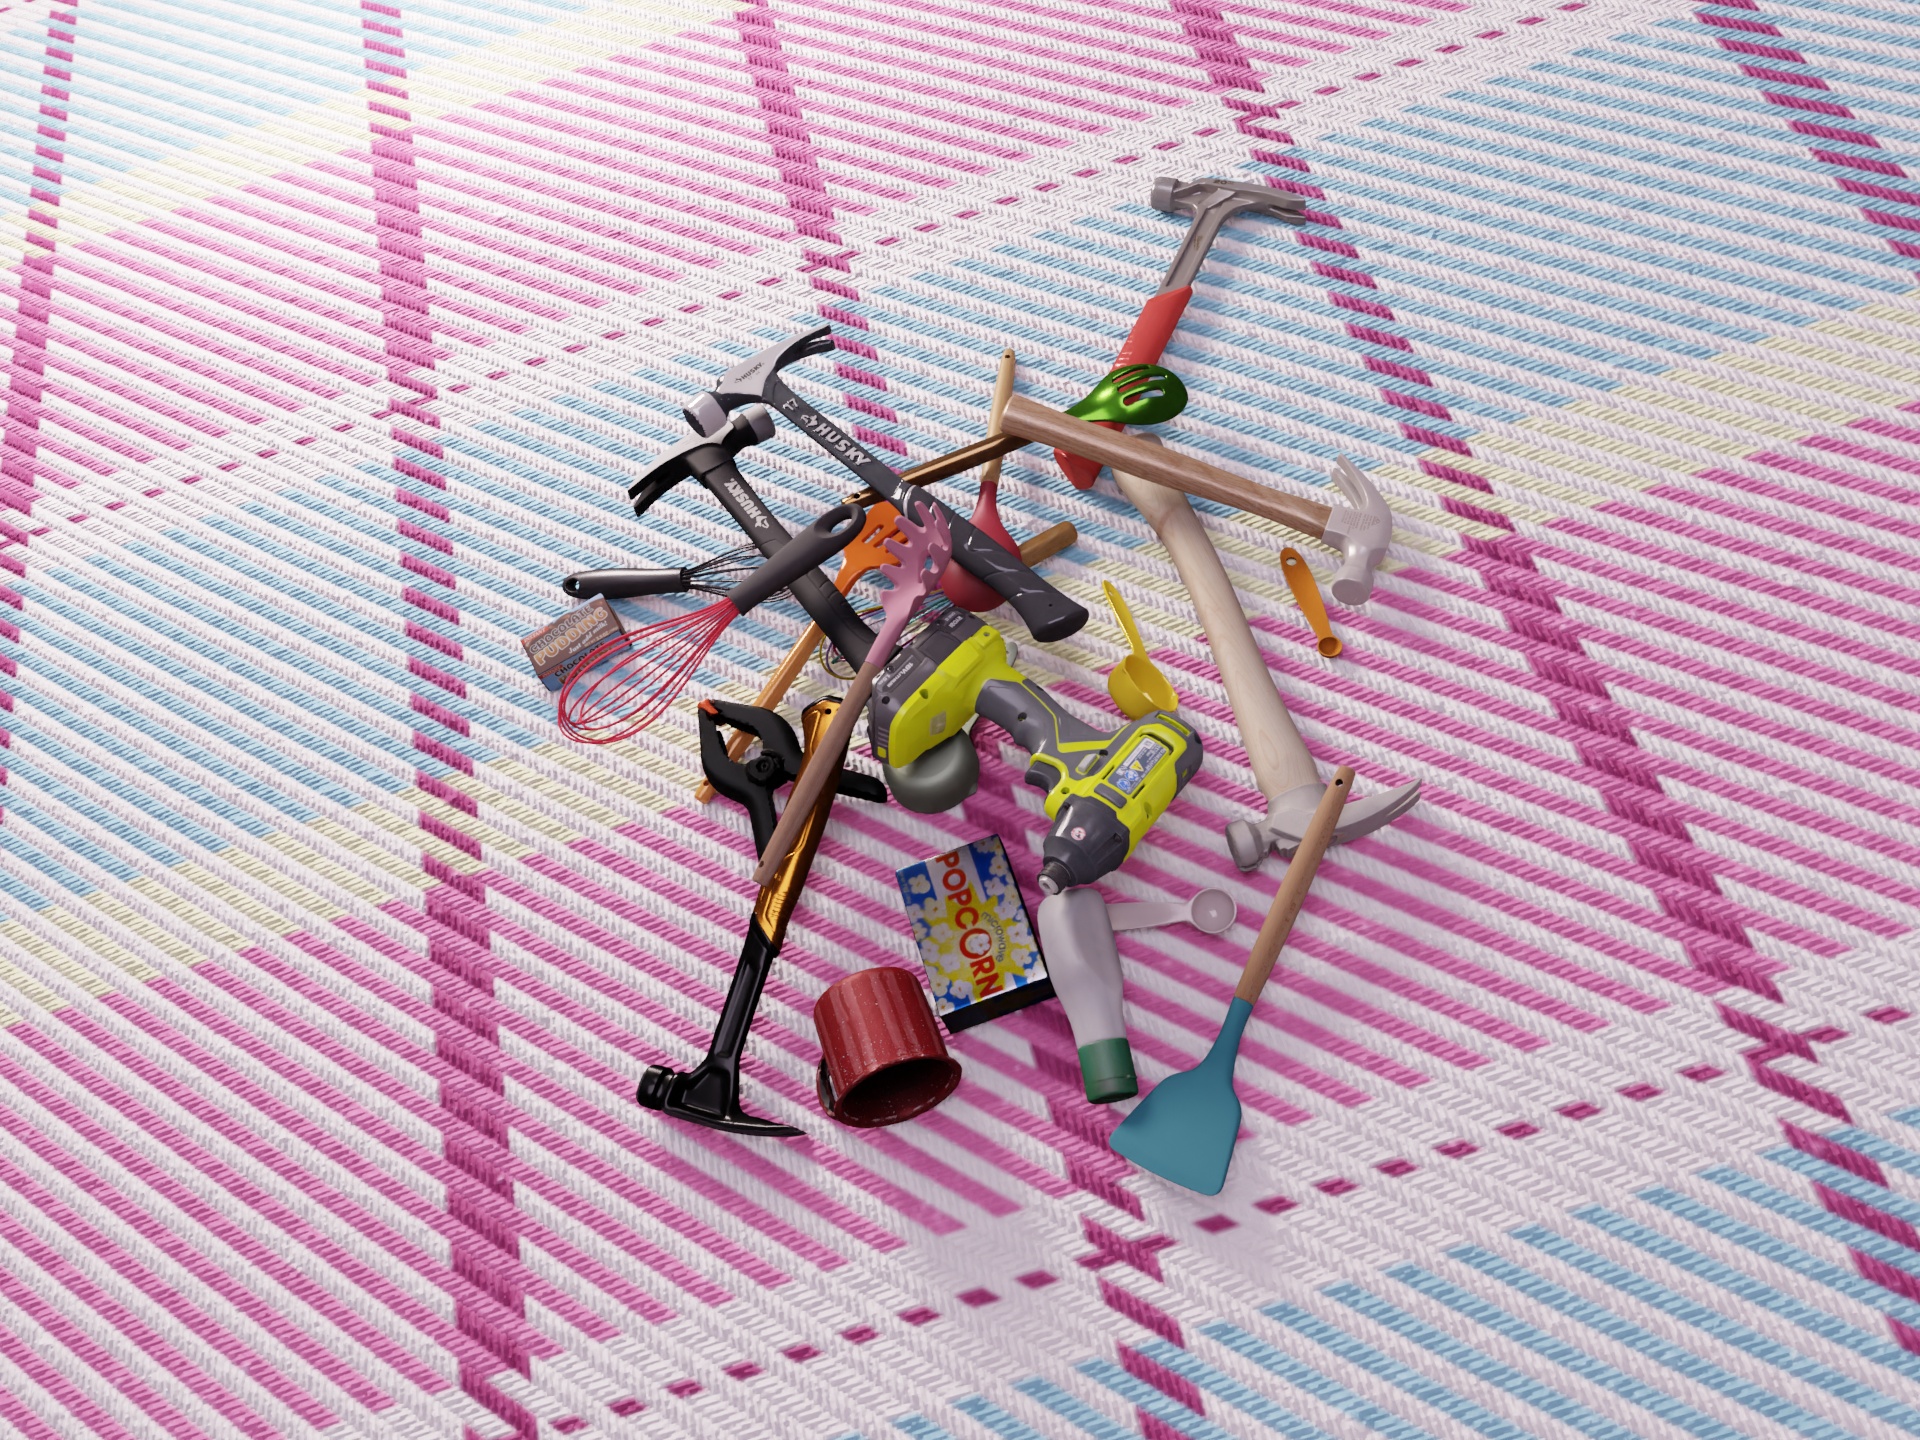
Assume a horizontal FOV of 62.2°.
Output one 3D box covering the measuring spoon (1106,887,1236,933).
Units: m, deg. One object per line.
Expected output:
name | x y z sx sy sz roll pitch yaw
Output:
measuring spoon | 0.142 0.145 1.170 0.124 0.018 0.034 -6 65 18

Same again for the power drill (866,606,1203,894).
power drill | 0.045 0.023 1.185 0.223 0.080 0.171 32 56 20

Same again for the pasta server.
pasta server | -0.084 -0.021 1.204 0.060 0.040 0.316 14 74 51

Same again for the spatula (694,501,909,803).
spatula | -0.126 -0.061 1.347 0.081 0.041 0.323 26 73 25

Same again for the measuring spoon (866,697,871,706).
measuring spoon | -0.023 -0.039 1.315 0.128 0.021 0.042 -27 57 -14

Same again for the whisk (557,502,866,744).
whisk | -0.195 -0.080 1.255 0.296 0.073 0.073 -37 59 -7

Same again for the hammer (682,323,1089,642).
hammer | -0.050 -0.193 1.311 0.149 0.036 0.409 -41 63 -16

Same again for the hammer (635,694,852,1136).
hammer | -0.132 0.140 1.195 0.127 0.034 0.337 10 71 17

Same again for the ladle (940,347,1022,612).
ladle | 0.029 -0.219 1.376 0.069 0.031 0.316 1 51 8

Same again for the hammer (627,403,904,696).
hammer | -0.151 -0.136 1.324 0.146 0.035 0.335 -30 57 -14

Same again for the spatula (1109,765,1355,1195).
spatula | 0.207 0.170 1.103 0.082 0.044 0.317 20 77 27

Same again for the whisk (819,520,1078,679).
whisk | -0.009 -0.106 1.328 0.245 0.051 0.047 -30 75 -10

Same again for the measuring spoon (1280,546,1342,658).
measuring spoon | 0.280 -0.094 1.278 0.021 0.011 0.117 -16 54 1

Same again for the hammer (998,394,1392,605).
hammer | 0.191 -0.201 1.302 0.331 0.031 0.130 21 57 8

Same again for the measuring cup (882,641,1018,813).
measuring cup | -0.002 -0.004 1.272 0.083 0.038 0.168 24 71 25

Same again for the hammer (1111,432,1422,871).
hammer | 0.219 -0.078 1.266 0.146 0.038 0.411 -18 58 1

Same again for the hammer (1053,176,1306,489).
hammer | 0.184 -0.353 1.434 0.149 0.036 0.359 17 65 22

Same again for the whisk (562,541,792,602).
whisk | -0.244 -0.127 1.399 0.239 0.055 0.055 -2 60 17

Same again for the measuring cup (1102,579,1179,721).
measuring cup | 0.131 -0.055 1.275 0.029 0.062 0.157 -46 38 27

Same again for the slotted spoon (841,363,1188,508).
slotted spoon | 0.046 -0.238 1.353 0.314 0.031 0.070 -22 59 -3
